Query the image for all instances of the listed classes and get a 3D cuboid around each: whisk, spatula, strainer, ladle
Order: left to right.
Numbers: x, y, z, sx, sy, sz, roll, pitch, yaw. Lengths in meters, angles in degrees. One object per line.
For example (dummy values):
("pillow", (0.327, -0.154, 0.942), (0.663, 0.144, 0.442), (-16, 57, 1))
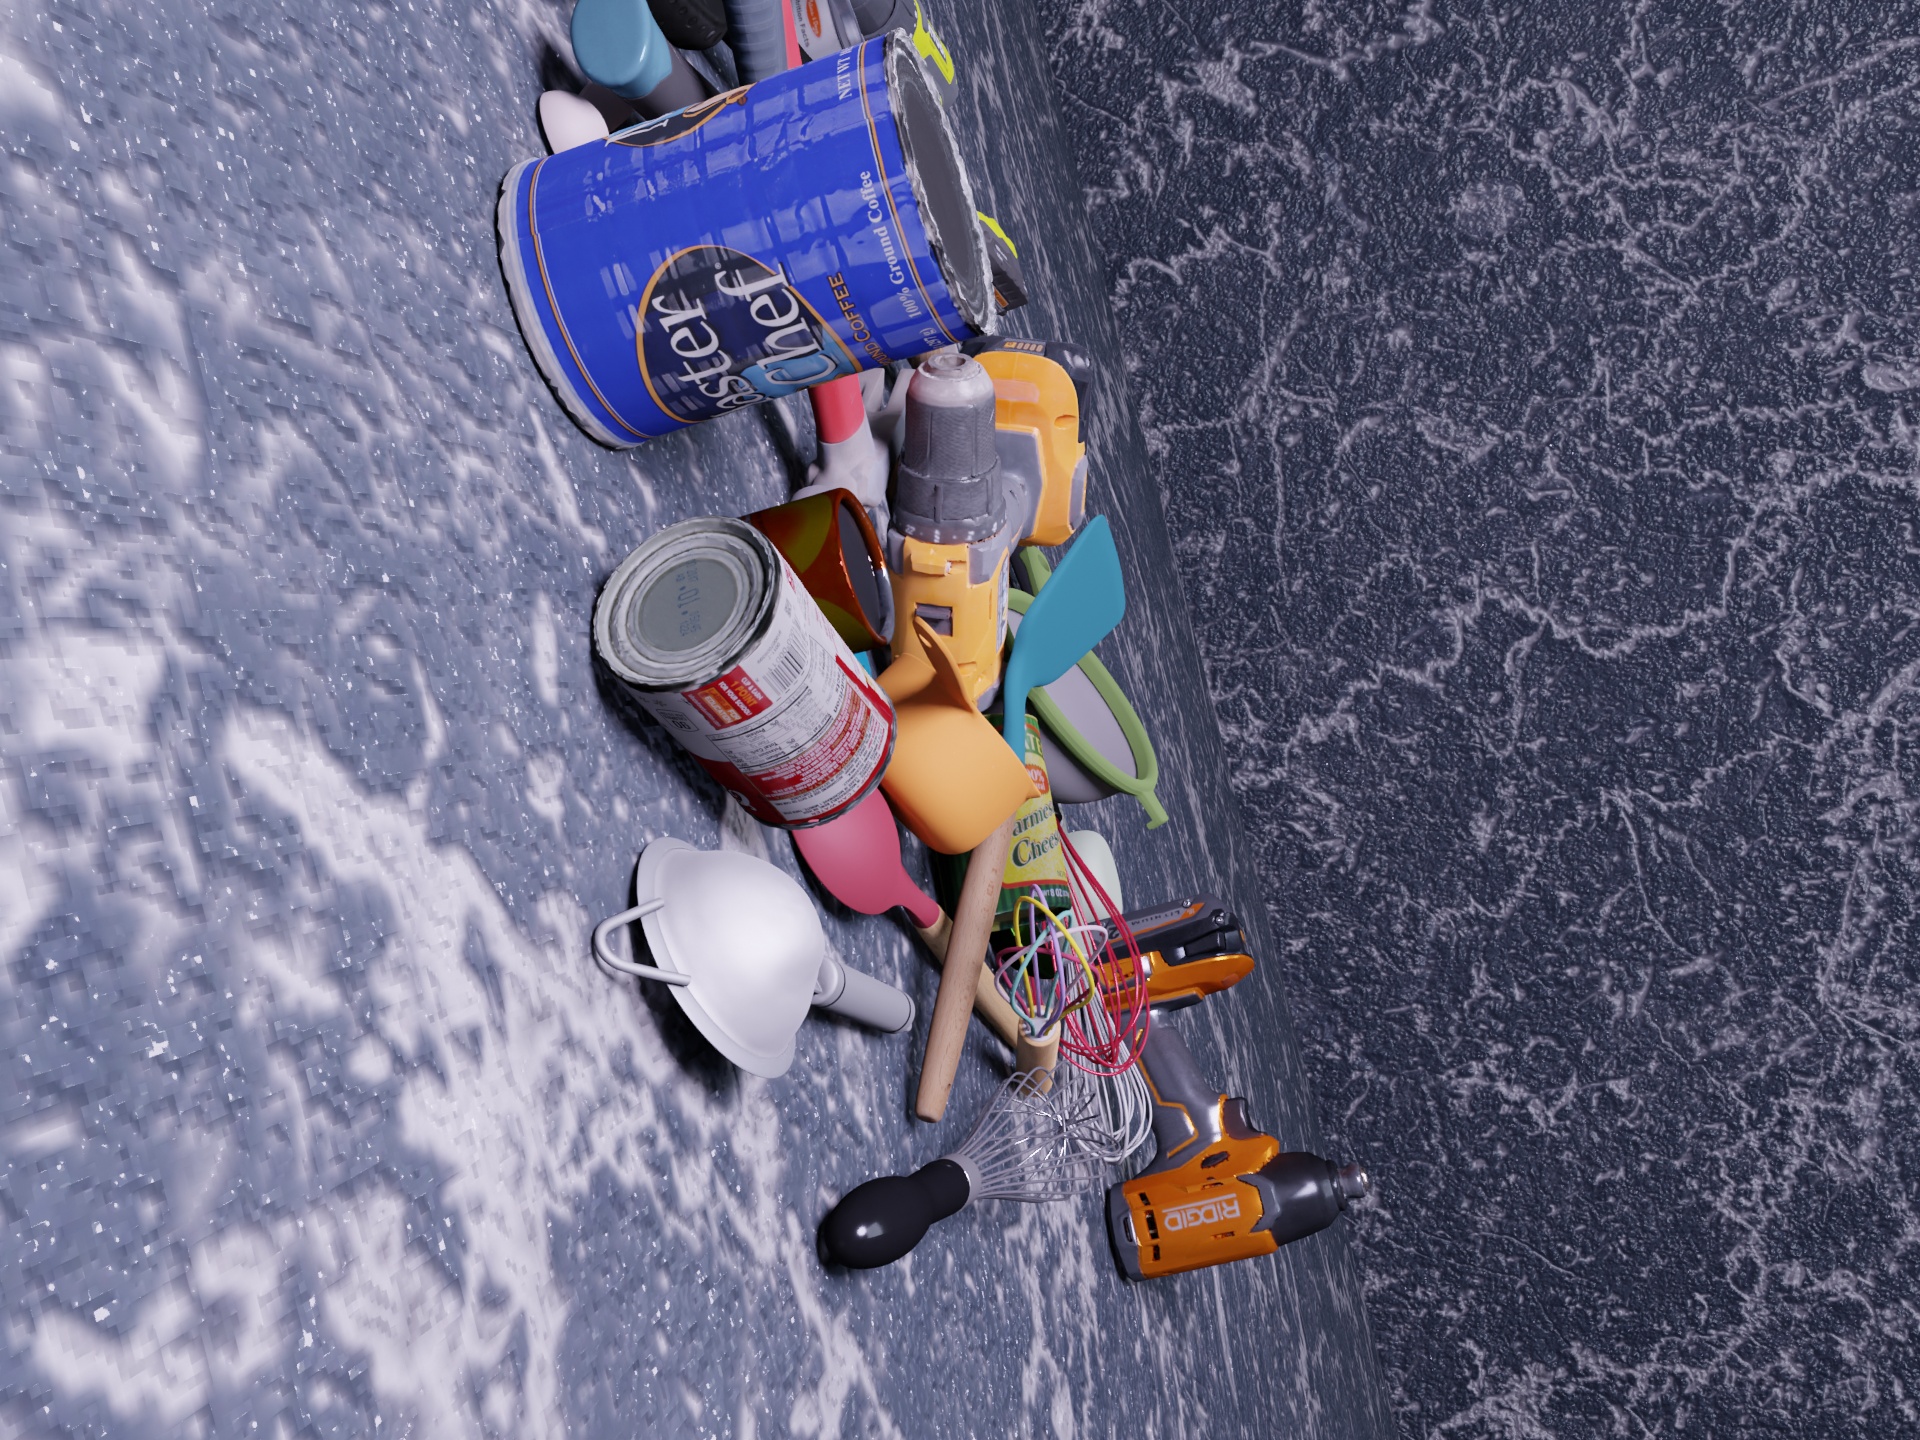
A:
("strainer", (-0.053, 0.091, 0.578), (0.087, 0.050, 0.258), (65, 6, 21))
("ladle", (-0.010, 0.105, 0.766), (0.315, 0.031, 0.069), (59, 21, -55))
("whisk", (0.006, 0.194, 0.687), (0.284, 0.070, 0.070), (14, 62, -69))
("spatula", (0.029, 0.042, 0.766), (0.082, 0.044, 0.318), (68, 30, -52))
("strainer", (0.043, -0.031, 1.006), (0.151, 0.069, 0.257), (42, 20, -27))
("whisk", (0.041, 0.146, 0.775), (0.244, 0.047, 0.051), (89, 24, -61))
("whisk", (0.058, 0.081, 0.997), (0.073, 0.073, 0.296), (51, 22, -60))
("whisk", (0.075, 0.163, 1.023), (0.059, 0.057, 0.247), (118, -33, -55))

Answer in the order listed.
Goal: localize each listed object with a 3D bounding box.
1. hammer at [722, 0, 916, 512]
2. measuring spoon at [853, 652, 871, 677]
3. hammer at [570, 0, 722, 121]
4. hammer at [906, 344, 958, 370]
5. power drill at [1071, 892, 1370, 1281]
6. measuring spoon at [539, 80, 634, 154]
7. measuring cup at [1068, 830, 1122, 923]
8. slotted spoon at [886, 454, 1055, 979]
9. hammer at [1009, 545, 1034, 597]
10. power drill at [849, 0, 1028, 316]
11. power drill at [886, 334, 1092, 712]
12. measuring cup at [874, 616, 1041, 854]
("hammer", (-0.069, -0.254, 0.637), (0.385, 0.038, 0.143), (81, 17, -44))
("measuring spoon", (-0.063, -0.042, 0.733), (0.128, 0.021, 0.042), (69, 19, -64))
("hammer", (-0.098, -0.253, 0.721), (0.331, 0.033, 0.128), (-16, 92, -80))
("hammer", (-0.024, -0.231, 0.964), (0.331, 0.031, 0.130), (52, 24, -76))
("power drill", (0.163, 0.234, 1.039), (0.084, 0.164, 0.227), (46, 31, -64))
("measuring spoon", (-0.136, -0.240, 0.620), (0.124, 0.018, 0.034), (-84, 156, -56))
("measuring cup", (0.081, 0.072, 1.134), (0.083, 0.038, 0.167), (-18, 96, -77))
("slotted spoon", (-0.001, -0.003, 0.908), (0.070, 0.031, 0.314), (16, 58, -76))
("hammer", (0.067, -0.077, 1.242), (0.146, 0.035, 0.334), (-87, 158, -53))
("power drill", (-0.031, -0.398, 1.093), (0.190, 0.080, 0.228), (2, 71, -76))
("power drill", (0.013, -0.133, 0.842), (0.226, 0.084, 0.185), (-66, 161, -52))
("measuring cup", (-0.019, 0.006, 0.674), (0.095, 0.052, 0.173), (44, -8, 17))
